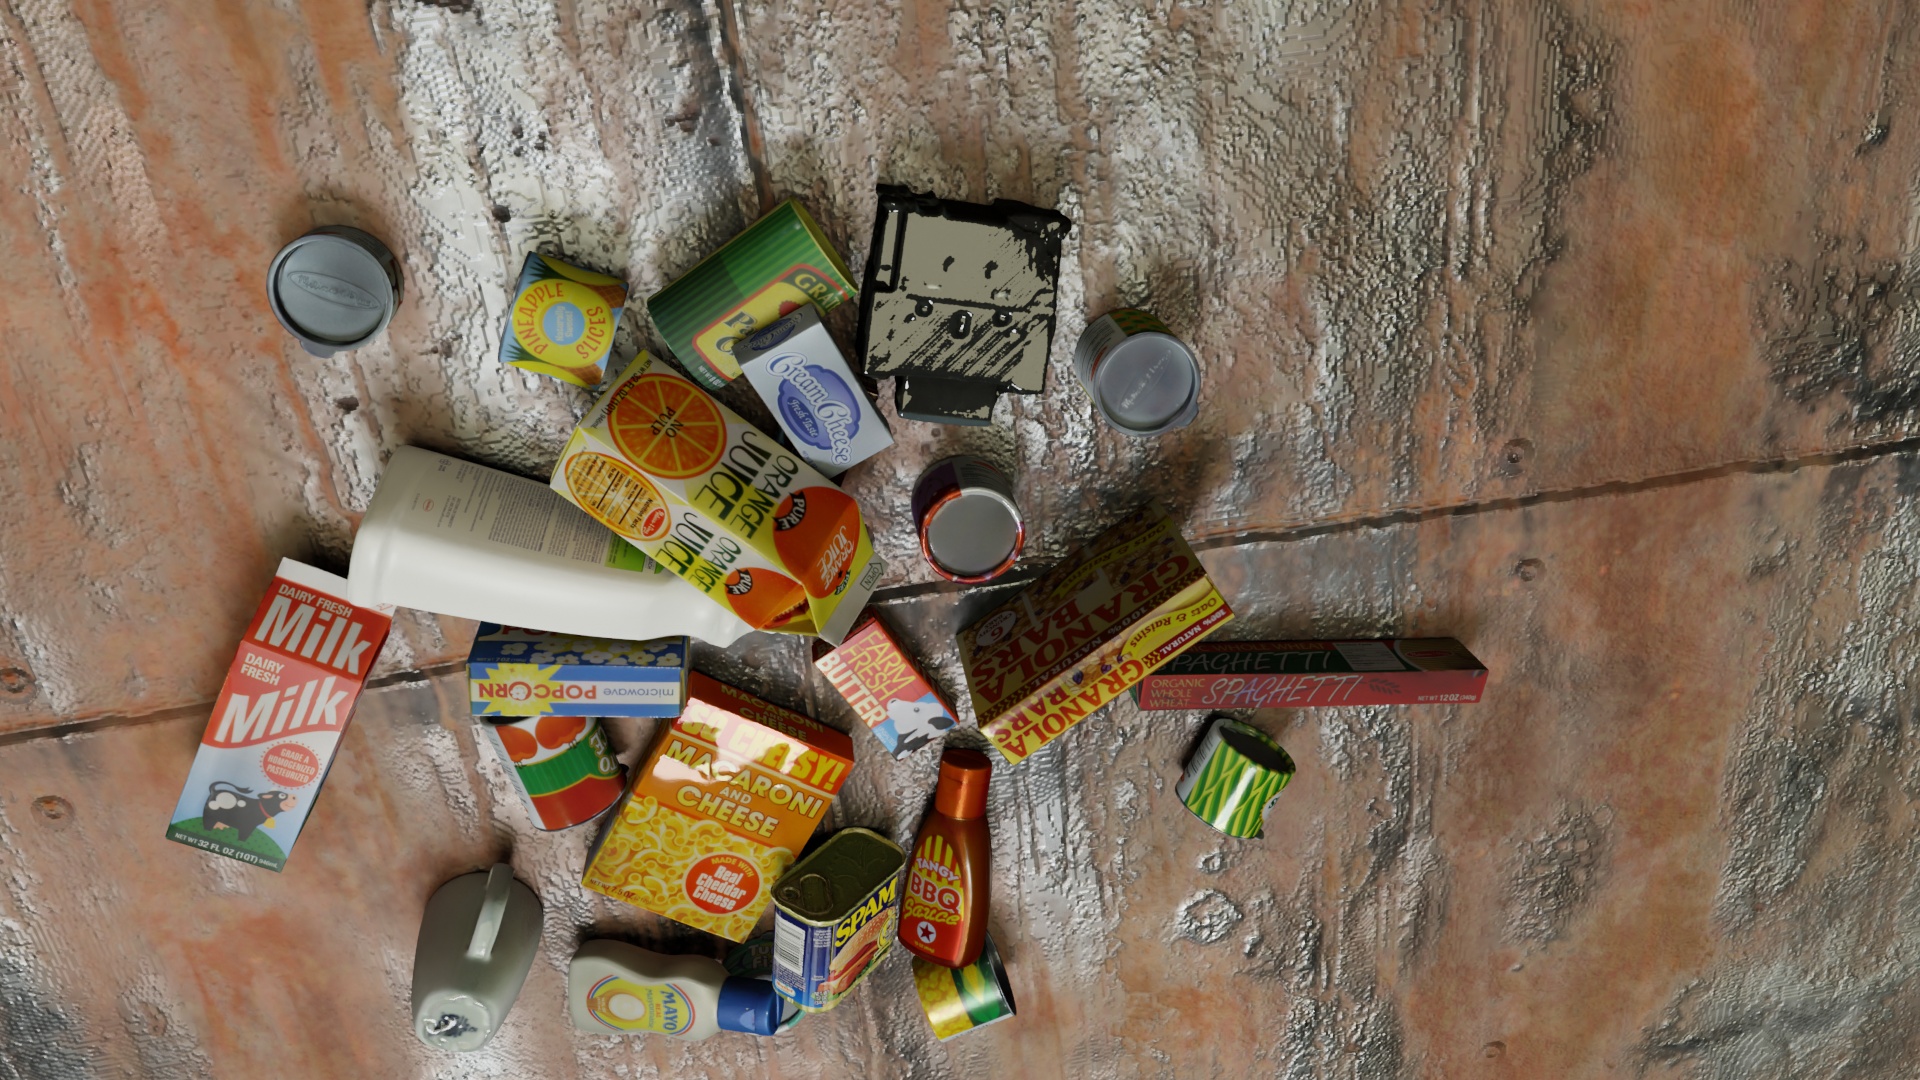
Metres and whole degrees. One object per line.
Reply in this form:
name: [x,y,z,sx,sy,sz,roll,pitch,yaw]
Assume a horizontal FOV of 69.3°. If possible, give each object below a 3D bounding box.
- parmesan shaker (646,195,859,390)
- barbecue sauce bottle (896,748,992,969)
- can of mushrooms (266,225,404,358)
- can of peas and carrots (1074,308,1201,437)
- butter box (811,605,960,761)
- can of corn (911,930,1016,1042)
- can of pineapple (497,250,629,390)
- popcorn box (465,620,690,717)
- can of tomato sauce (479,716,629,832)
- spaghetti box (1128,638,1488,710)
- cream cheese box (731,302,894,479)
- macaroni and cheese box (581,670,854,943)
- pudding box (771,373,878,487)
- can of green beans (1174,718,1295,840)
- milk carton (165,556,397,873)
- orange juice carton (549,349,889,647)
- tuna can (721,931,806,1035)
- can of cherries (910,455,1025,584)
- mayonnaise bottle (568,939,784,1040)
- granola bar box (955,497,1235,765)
parmesan shaker: [-0.118,-0.140,0.801,0.103,0.071,0.071,-34,114,8]
barbecue sauce bottle: [-0.006,0.222,0.979,0.065,0.044,0.148,16,105,31]
can of mushrooms: [-0.351,-0.140,0.781,0.071,0.033,0.070,-4,114,-8]
can of peas and carrots: [0.110,-0.103,0.854,0.071,0.059,0.070,-3,115,-8]
butter box: [-0.050,0.097,0.935,0.053,0.024,0.103,-34,114,7]
can of corn: [0.002,0.324,1.021,0.058,0.071,0.071,-22,115,2]
can of pineapple: [-0.225,-0.124,0.787,0.058,0.071,0.070,16,110,-16]
popcorn box: [-0.233,0.072,0.863,0.127,0.085,0.038,2,115,-10]
can of tomato sauce: [-0.260,0.133,0.897,0.071,0.071,0.082,-18,114,0]
spaghetti box: [0.236,0.092,0.963,0.250,0.050,0.028,0,113,-8]
cream cheese box: [-0.083,-0.084,0.800,0.053,0.024,0.103,-29,135,2]
macaroni and cheese box: [-0.165,0.183,0.947,0.124,0.040,0.166,26,108,-18]
pudding box: [-0.088,-0.066,0.855,0.050,0.030,0.083,19,109,-15]
can of green beans: [0.194,0.168,0.981,0.071,0.071,0.057,22,108,-17]
milk carton: [-0.412,0.101,0.855,0.072,0.074,0.190,23,108,-17]
orange juice carton: [-0.134,-0.016,0.813,0.192,0.072,0.072,36,142,-9]
tuna can: [-0.142,0.325,1.016,0.071,0.033,0.070,-3,114,-7]
can of cherries: [0.003,-0.011,0.878,0.071,0.058,0.071,-3,114,-7]
mayonnaise bottle: [-0.200,0.320,0.976,0.148,0.041,0.064,3,105,11]
granola bar box: [0.081,0.056,0.882,0.165,0.124,0.039,-35,113,8]
